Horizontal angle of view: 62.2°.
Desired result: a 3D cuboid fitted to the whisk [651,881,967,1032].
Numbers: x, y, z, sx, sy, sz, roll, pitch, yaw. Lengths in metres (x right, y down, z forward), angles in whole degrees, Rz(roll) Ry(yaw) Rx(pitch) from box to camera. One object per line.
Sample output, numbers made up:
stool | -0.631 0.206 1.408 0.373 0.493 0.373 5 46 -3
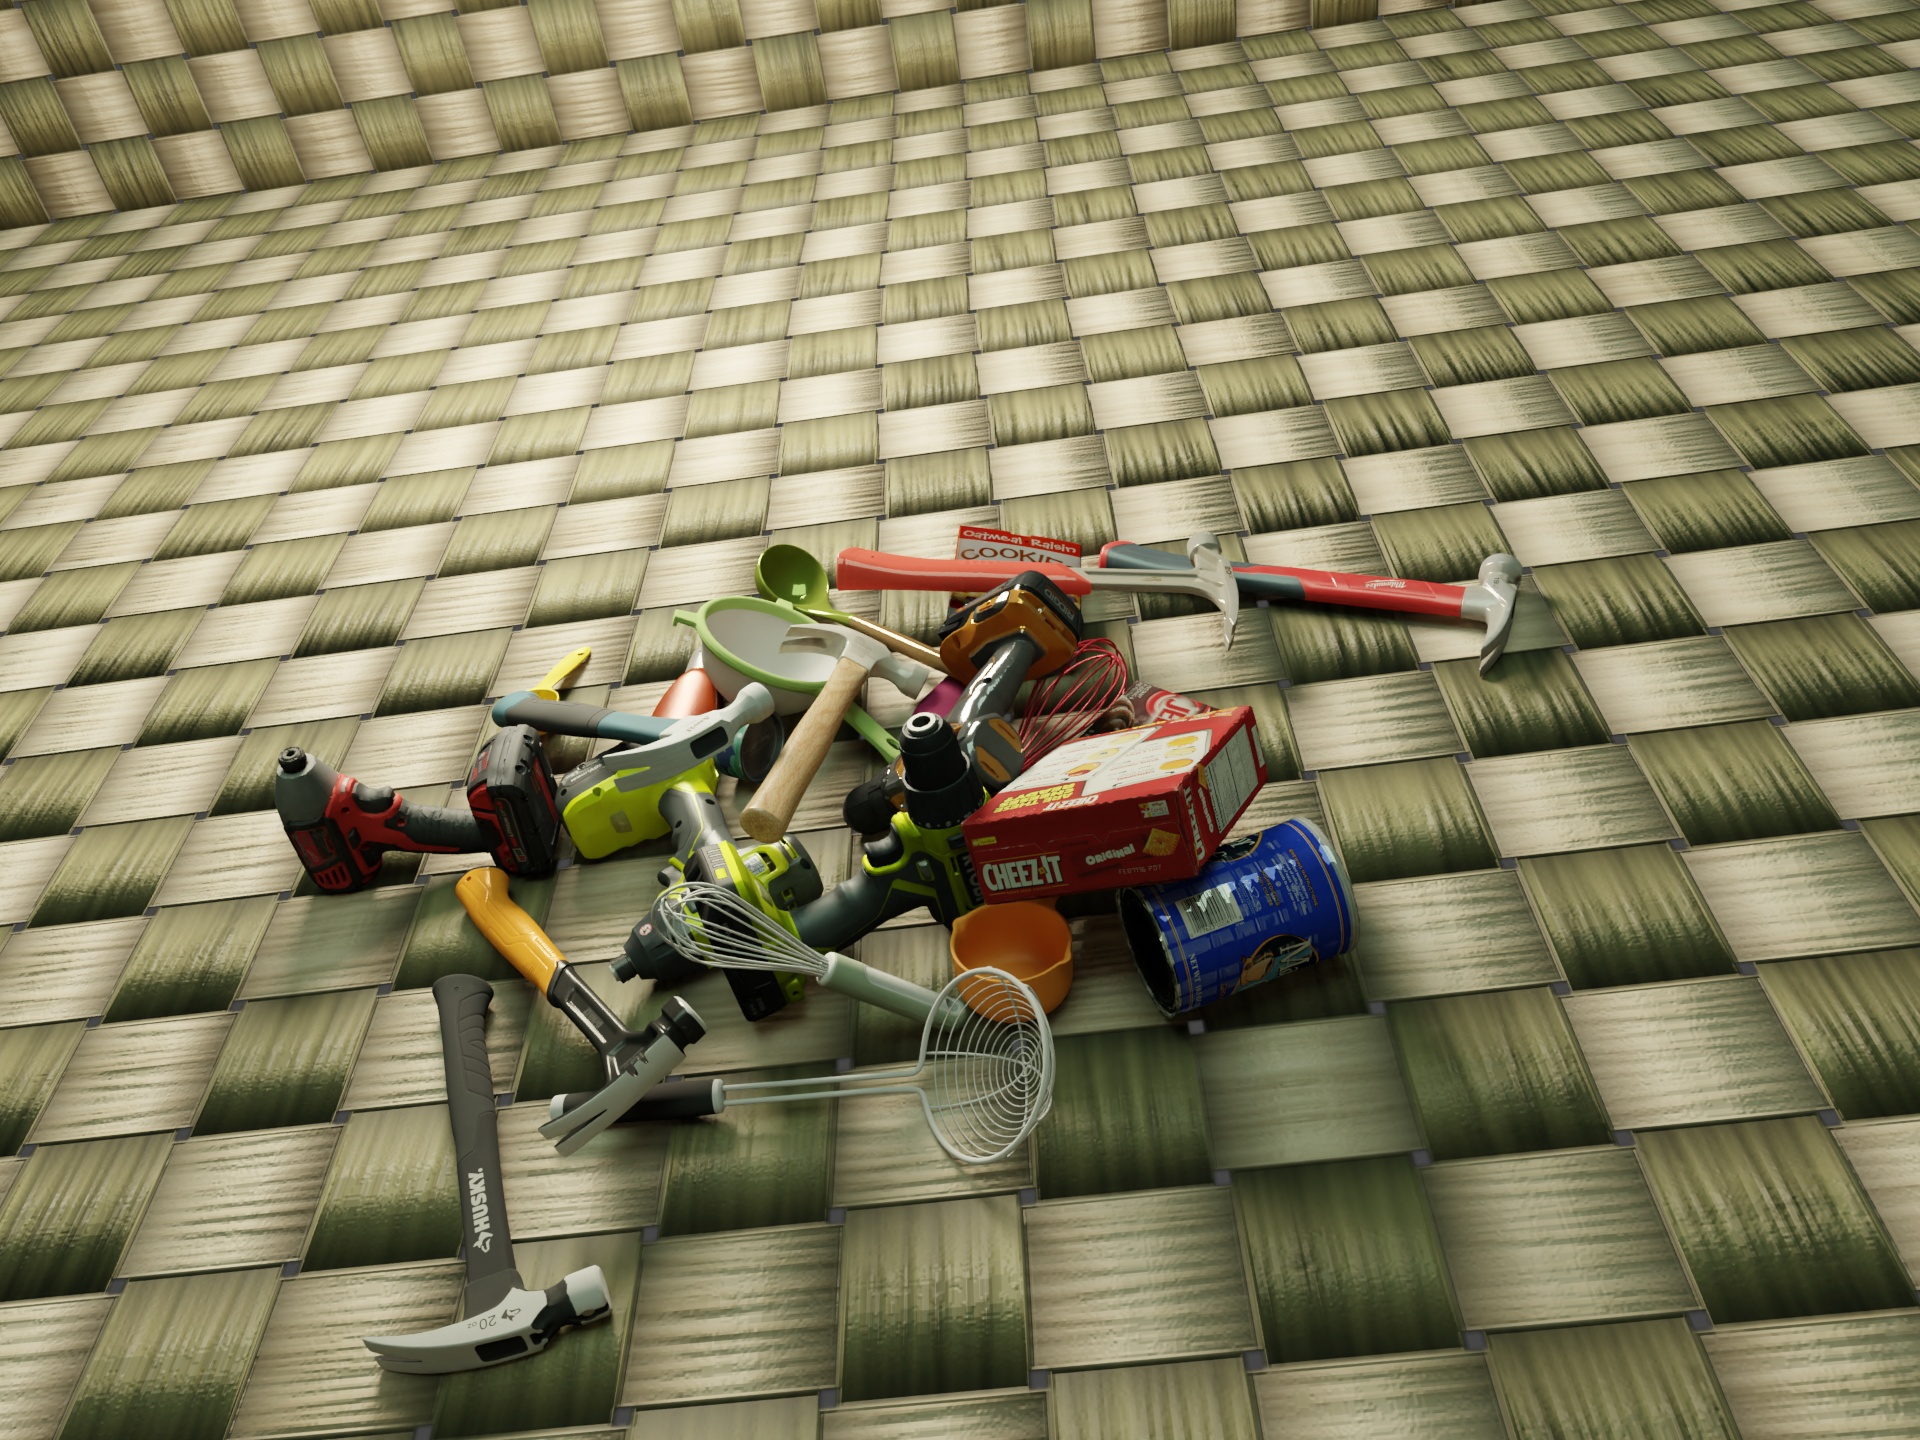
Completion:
whisk | -0.099 0.168 1.095 0.246 0.059 0.058 25 25 -24

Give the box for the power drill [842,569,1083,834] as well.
power drill | -0.002 -0.004 1.315 0.185 0.084 0.226 -27 28 44

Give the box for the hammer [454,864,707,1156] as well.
hammer | -0.315 0.193 1.193 0.127 0.034 0.337 -42 38 -16

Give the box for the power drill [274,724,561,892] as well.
power drill | -0.456 0.072 1.328 0.219 0.143 0.079 -6 40 2

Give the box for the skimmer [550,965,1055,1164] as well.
skimmer | -0.113 0.244 1.071 0.363 0.090 0.127 -7 69 8

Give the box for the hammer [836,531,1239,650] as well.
hammer | 0.068 -0.123 1.434 0.359 0.036 0.149 1 40 -2

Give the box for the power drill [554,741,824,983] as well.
power drill | -0.234 0.109 1.283 0.171 0.080 0.223 -29 44 -16

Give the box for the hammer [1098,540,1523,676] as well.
hammer | 0.309 -0.118 1.474 0.386 0.038 0.143 9 43 23

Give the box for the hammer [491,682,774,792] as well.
hammer | -0.300 0.002 1.341 0.331 0.033 0.128 6 35 47

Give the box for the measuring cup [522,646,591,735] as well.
measuring cup | -0.393 -0.028 1.541 0.062 0.029 0.157 1 27 15

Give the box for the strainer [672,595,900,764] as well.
strainer | -0.143 -0.017 1.439 0.257 0.069 0.151 40 30 25

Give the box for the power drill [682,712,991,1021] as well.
power drill | -0.078 0.107 1.161 0.228 0.190 0.080 -23 36 -9

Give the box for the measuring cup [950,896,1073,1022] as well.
measuring cup | 0.059 0.156 1.178 0.095 0.052 0.174 14 37 28

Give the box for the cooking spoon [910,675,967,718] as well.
cooking spoon | 0.015 -0.080 1.509 0.069 0.017 0.319 3 41 16

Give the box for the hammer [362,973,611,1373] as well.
hammer | -0.341 0.297 1.101 0.146 0.035 0.335 -18 38 -11

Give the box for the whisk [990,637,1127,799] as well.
whisk | 0.051 0.030 1.331 0.073 0.073 0.296 20 52 33

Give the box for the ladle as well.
ladle | -0.083 -0.097 1.511 0.078 0.062 0.320 -19 33 -41

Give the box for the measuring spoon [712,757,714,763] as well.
measuring spoon | -0.263 0.041 1.405 0.117 0.021 0.011 -15 20 13

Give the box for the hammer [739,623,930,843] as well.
hammer | -0.119 0.004 1.315 0.130 0.031 0.331 27 28 -2
